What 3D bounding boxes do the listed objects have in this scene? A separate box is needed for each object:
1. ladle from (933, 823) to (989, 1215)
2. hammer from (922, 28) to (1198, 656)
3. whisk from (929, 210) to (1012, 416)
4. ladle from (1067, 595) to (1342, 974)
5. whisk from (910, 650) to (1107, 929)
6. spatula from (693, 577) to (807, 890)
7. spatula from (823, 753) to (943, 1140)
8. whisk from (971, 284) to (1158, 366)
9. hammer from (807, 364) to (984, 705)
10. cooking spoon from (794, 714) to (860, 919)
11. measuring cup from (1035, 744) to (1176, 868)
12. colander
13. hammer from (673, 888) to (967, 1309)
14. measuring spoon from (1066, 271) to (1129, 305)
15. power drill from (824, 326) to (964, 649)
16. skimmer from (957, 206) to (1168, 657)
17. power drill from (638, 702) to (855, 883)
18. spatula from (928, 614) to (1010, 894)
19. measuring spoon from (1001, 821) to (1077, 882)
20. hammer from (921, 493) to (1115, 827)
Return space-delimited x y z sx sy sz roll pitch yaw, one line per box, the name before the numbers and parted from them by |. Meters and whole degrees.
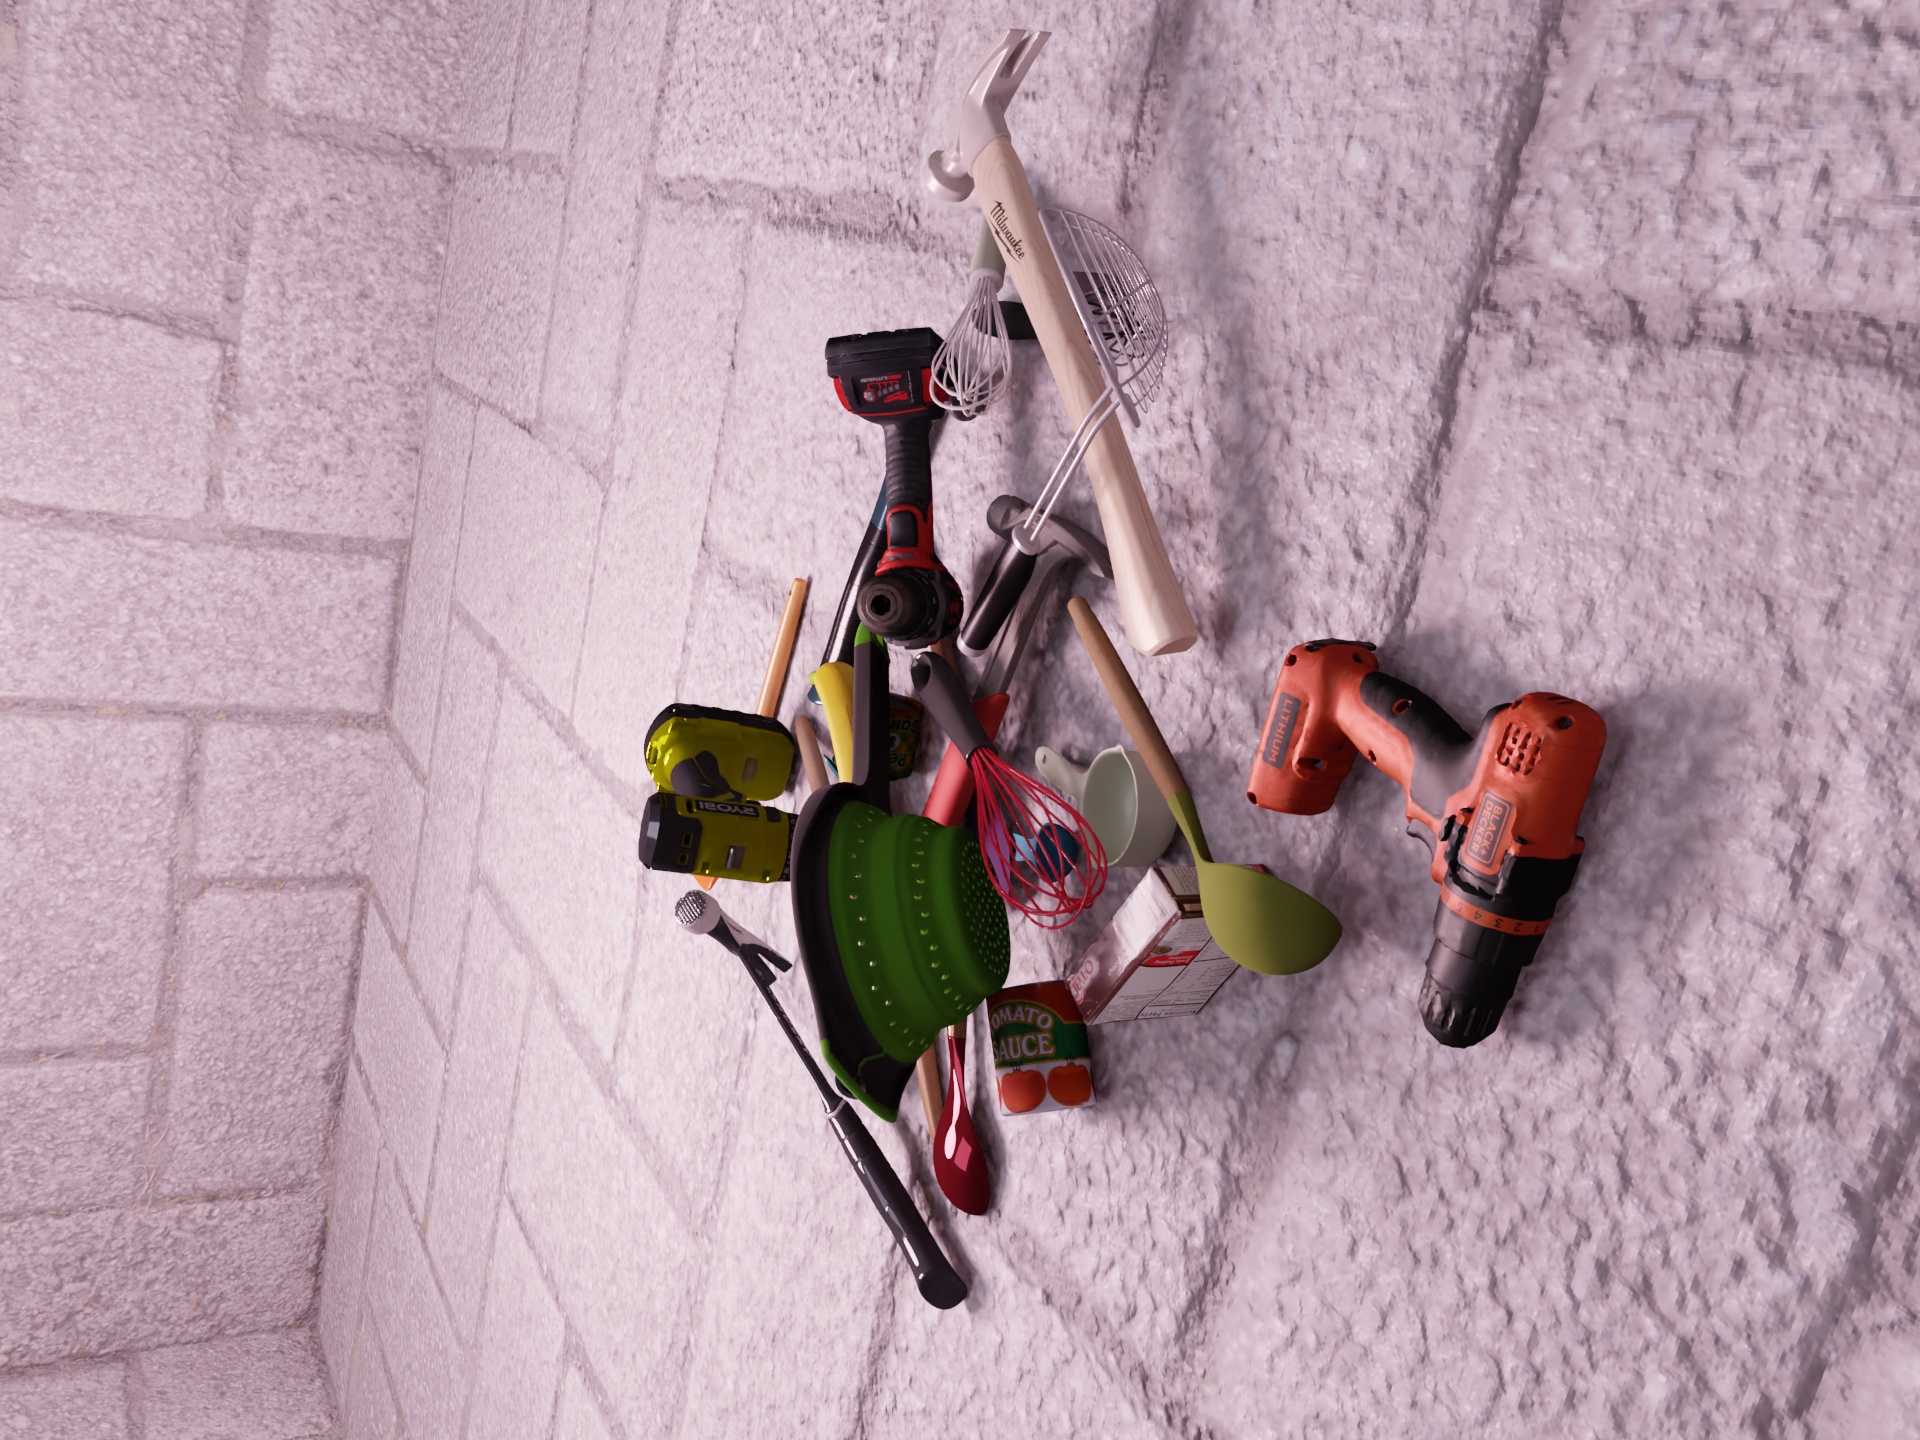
ladle | -0.001 0.214 1.206 0.069 0.031 0.315 -12 76 59
hammer | 0.074 -0.236 1.013 0.146 0.038 0.411 -44 60 58
whisk | 0.017 -0.309 1.140 0.059 0.057 0.247 -6 52 18
ladle | 0.130 0.022 0.936 0.062 0.078 0.321 -32 45 10
whisk | 0.022 0.035 1.067 0.296 0.073 0.073 58 134 50
spatula | -0.202 0.012 1.532 0.081 0.041 0.322 47 125 52
spatula | -0.056 0.178 1.277 0.082 0.044 0.318 58 -161 -72
whisk | 0.066 -0.282 1.123 0.239 0.055 0.055 31 113 60
hammer | -0.069 -0.151 1.337 0.128 0.033 0.330 51 130 46
cooking spoon | -0.114 0.068 1.328 0.319 0.017 0.068 -116 11 -62
measuring cup | 0.095 0.046 1.062 0.168 0.038 0.083 -143 62 -66
colander | -0.028 0.069 1.091 0.094 0.204 0.398 -15 49 16
hammer | -0.110 0.309 1.313 0.036 0.149 0.409 -40 53 1
measuring spoon | 0.079 -0.310 1.127 0.124 0.018 0.034 33 115 53
power drill | -0.045 -0.163 1.150 0.188 0.080 0.226 -24 -70 -80
skimmer | 0.035 -0.150 0.976 0.363 0.090 0.127 119 140 -52
power drill | -0.189 0.071 1.399 0.229 0.190 0.080 -121 43 -62
spatula | -0.002 -0.004 1.226 0.059 0.018 0.316 -46 49 48
measuring spoon | 0.052 0.092 1.144 0.129 0.021 0.042 180 93 -67
hammer | 0.012 0.023 1.157 0.149 0.036 0.359 42 116 49
